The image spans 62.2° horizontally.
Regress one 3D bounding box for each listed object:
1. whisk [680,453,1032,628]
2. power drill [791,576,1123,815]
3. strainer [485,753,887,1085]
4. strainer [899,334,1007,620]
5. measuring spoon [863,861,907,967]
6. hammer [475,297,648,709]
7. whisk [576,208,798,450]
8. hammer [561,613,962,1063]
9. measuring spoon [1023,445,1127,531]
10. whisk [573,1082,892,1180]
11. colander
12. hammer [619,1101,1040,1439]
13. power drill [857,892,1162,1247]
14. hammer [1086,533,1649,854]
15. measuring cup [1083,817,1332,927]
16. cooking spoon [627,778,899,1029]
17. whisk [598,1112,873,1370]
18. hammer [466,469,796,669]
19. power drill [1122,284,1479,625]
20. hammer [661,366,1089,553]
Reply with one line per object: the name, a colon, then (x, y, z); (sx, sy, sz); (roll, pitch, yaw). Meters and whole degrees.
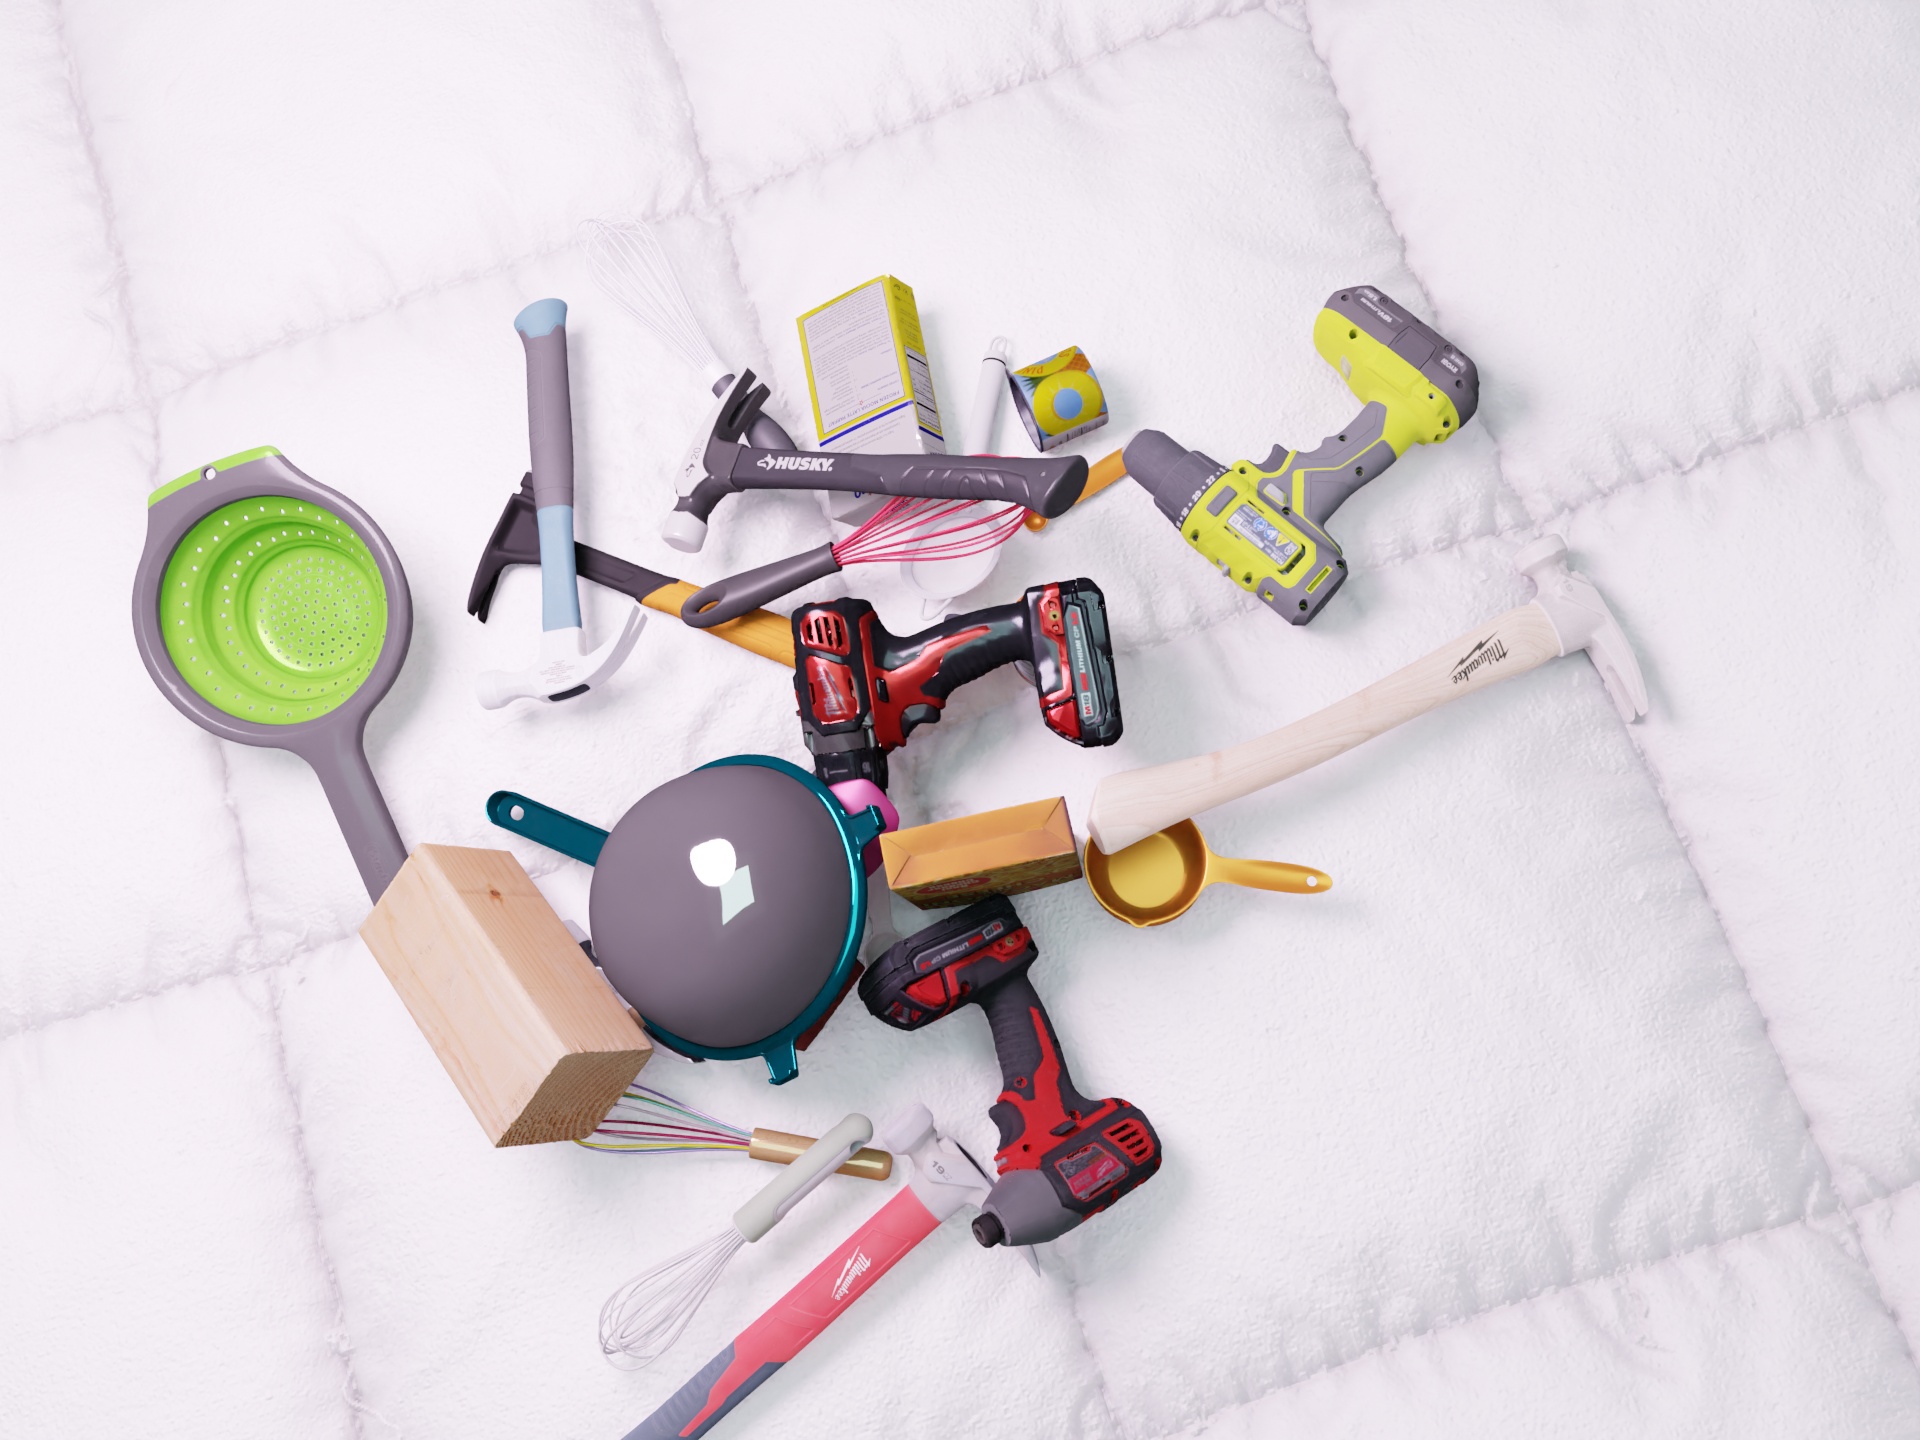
whisk: (-0.074, -0.128, 1.173); (0.296, 0.073, 0.073); (-20, 75, 11)
power drill: (-0.002, -0.004, 1.114); (0.226, 0.080, 0.188); (-8, 90, 6)
strainer: (-0.227, 0.101, 1.091); (0.340, 0.095, 0.211); (18, 87, 28)
strainer: (0.010, -0.186, 1.228); (0.087, 0.050, 0.259); (1, 70, 29)
measuring spoon: (-0.061, 0.130, 1.175); (0.034, 0.018, 0.124); (-11, 69, -1)
hammer: (-0.316, -0.175, 1.231); (0.128, 0.033, 0.331); (-9, 74, 4)
whisk: (-0.213, -0.300, 1.276); (0.070, 0.070, 0.285); (-38, 81, -4)
hammer: (-0.120, 0.076, 1.167); (0.409, 0.036, 0.149); (-45, 78, -1)
measuring spoon: (0.098, -0.181, 1.234); (0.117, 0.011, 0.021); (-34, 76, -6)
whisk: (-0.170, 0.300, 1.130); (0.245, 0.047, 0.051); (9, 95, 4)
colander: (-0.481, -0.008, 1.225); (0.204, 0.094, 0.397); (-22, 93, 0)
hammer: (-0.126, 0.442, 1.087); (0.386, 0.038, 0.143); (-42, 89, -2)
power drill: (0.028, 0.243, 1.083); (0.143, 0.078, 0.220); (-23, 75, -30)
hammer: (0.283, 0.007, 1.123); (0.410, 0.038, 0.146); (-23, 76, -9)
measuring cup: (0.174, 0.109, 1.134); (0.173, 0.052, 0.095); (6, 77, 6)
cooking spoon: (-0.169, 0.156, 1.117); (0.319, 0.017, 0.069); (-42, 90, 10)
whisk: (-0.155, 0.356, 1.097); (0.246, 0.057, 0.059); (-41, 55, 1)
hammer: (-0.215, -0.085, 1.231); (0.337, 0.034, 0.127); (20, 79, 11)
power drill: (0.253, -0.209, 1.190); (0.191, 0.080, 0.228); (42, 87, 13)
hammer: (-0.062, -0.182, 1.139); (0.335, 0.035, 0.146); (8, 71, 31)
